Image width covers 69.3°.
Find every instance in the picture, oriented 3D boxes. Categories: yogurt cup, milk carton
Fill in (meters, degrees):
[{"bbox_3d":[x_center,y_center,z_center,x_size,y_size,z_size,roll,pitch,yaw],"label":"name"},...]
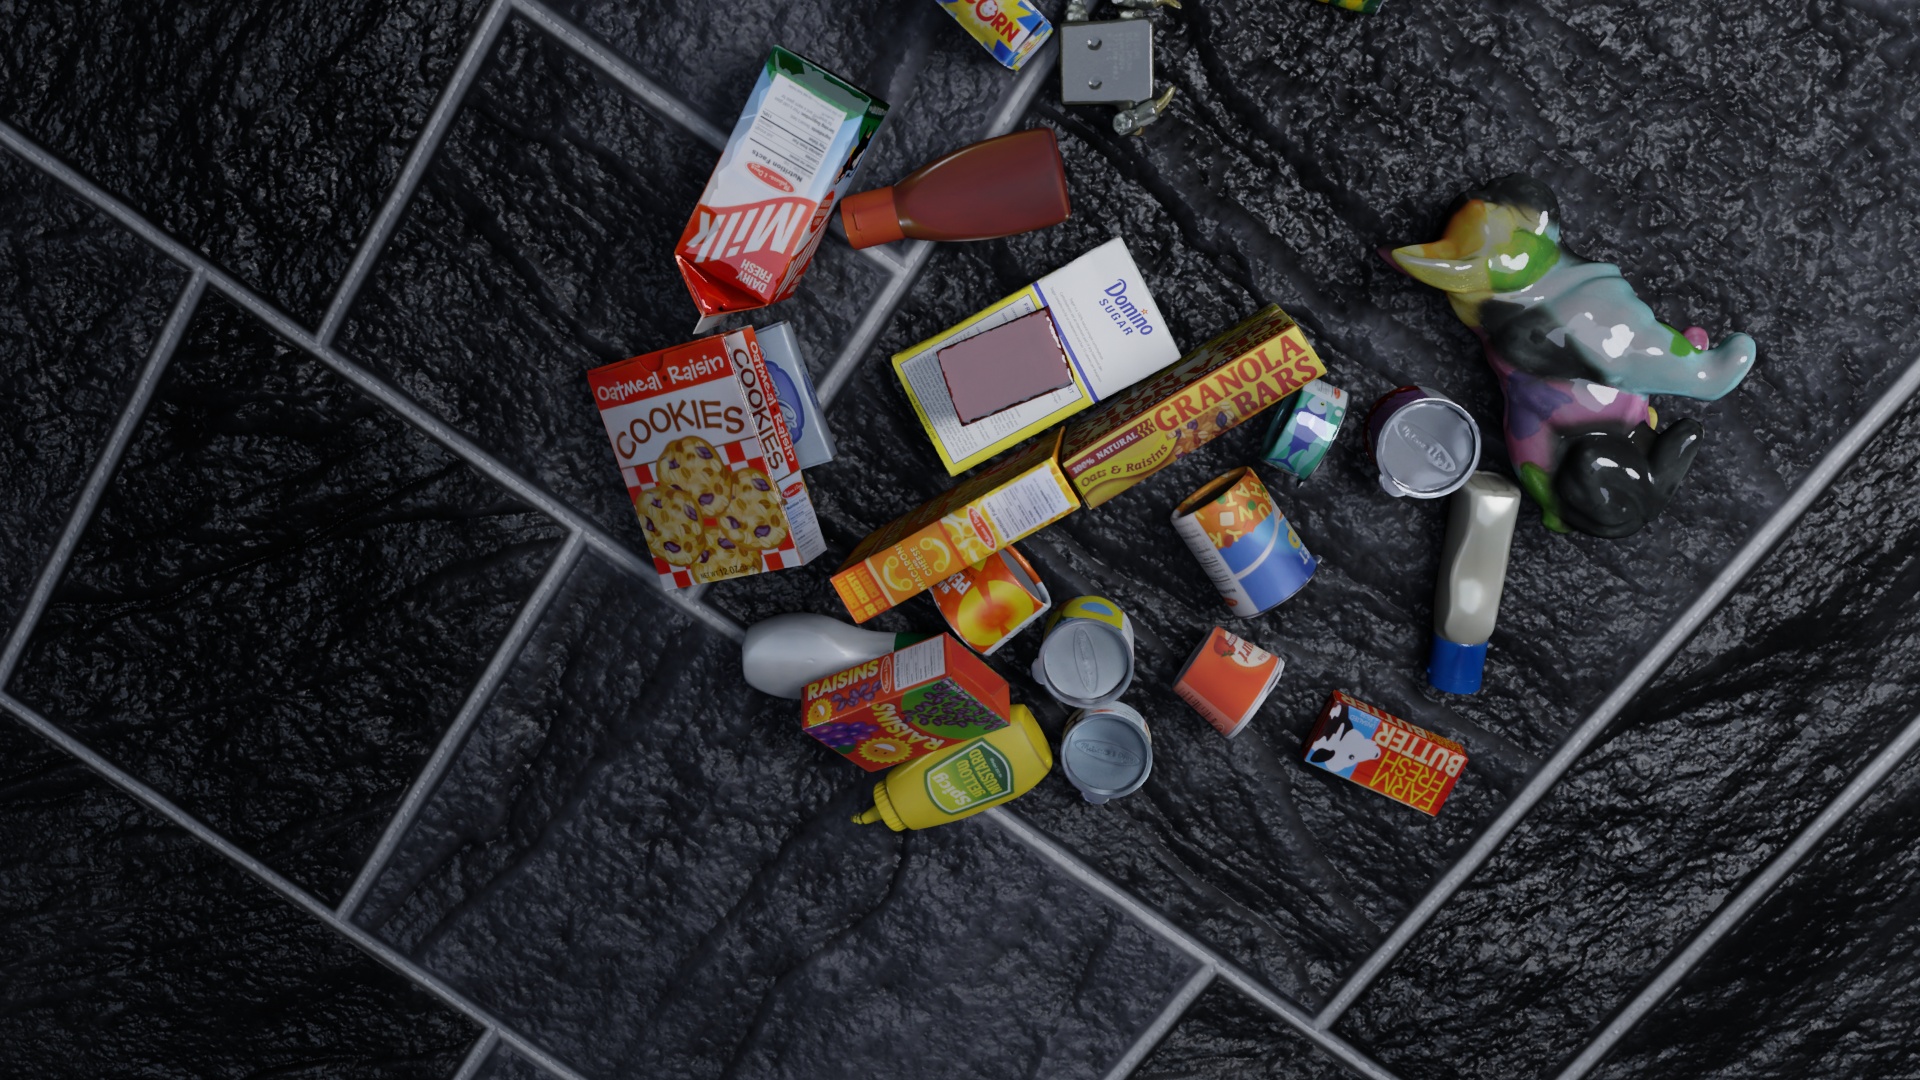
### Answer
[{"bbox_3d":[0.185,0.097,0.974,0.054,0.072,0.072,35,106,6],"label":"yogurt cup"},{"bbox_3d":[-0.127,-0.223,0.926,0.073,0.072,0.190,30,105,-1],"label":"milk carton"}]

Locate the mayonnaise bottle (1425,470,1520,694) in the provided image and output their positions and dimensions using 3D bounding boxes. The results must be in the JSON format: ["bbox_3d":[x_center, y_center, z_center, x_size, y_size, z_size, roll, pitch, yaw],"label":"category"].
[{"bbox_3d":[0.345,0.030,0.939,0.041,0.065,0.147,5,109,8],"label":"mayonnaise bottle"}]

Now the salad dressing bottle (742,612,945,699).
[{"bbox_3d":[-0.082,0.085,1.014,0.148,0.044,0.064,1,110,5],"label":"salad dressing bottle"}]

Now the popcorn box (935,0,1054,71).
[{"bbox_3d":[-0.001,-0.353,0.871,0.126,0.085,0.038,43,107,-5],"label":"popcorn box"}]

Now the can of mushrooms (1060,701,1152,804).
[{"bbox_3d":[0.106,0.154,1.013,0.071,0.033,0.071,1,104,6],"label":"can of mushrooms"}]

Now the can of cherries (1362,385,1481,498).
[{"bbox_3d":[0.302,-0.065,0.921,0.071,0.058,0.071,2,105,6],"label":"can of cherries"}]

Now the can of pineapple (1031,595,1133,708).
[{"bbox_3d":[0.088,0.078,0.983,0.071,0.058,0.070,2,104,7],"label":"can of pineapple"}]

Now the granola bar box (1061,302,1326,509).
[{"bbox_3d":[0.146,-0.090,0.899,0.165,0.124,0.039,-31,100,13],"label":"granola bar box"}]

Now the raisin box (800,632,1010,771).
[{"bbox_3d":[-0.039,0.116,0.982,0.123,0.040,0.086,-22,140,24],"label":"raisin box"}]

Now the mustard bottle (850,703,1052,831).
[{"bbox_3d":[-0.012,0.178,1.025,0.160,0.049,0.065,-29,97,13],"label":"mustard bottle"}]

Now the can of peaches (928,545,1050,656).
[{"bbox_3d":[0.020,0.037,0.976,0.058,0.071,0.071,-39,97,14],"label":"can of peaches"}]

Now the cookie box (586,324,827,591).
[{"bbox_3d":[-0.178,-0.056,0.974,0.123,0.040,0.167,-11,104,27],"label":"cookie box"}]

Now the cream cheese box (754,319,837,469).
[{"bbox_3d":[-0.130,-0.099,0.982,0.053,0.024,0.103,-17,101,10],"label":"cream cheese box"}]

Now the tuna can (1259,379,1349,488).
[{"bbox_3d":[0.227,-0.073,0.924,0.033,0.071,0.071,25,106,1],"label":"tuna can"}]

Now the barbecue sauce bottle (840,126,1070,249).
[{"bbox_3d":[-0.004,-0.228,0.925,0.148,0.044,0.064,-11,102,10],"label":"barbecue sauce bottle"}]

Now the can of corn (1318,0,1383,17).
[{"bbox_3d":[0.236,-0.361,0.847,0.058,0.071,0.071,17,106,3],"label":"can of corn"}]

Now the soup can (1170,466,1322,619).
[{"bbox_3d":[0.195,-0.001,0.947,0.071,0.071,0.083,-34,98,14],"label":"soup can"}]

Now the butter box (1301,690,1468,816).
[{"bbox_3d":[0.303,0.152,0.993,0.103,0.024,0.053,23,106,1],"label":"butter box"}]

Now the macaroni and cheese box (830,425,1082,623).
[{"bbox_3d":[0.003,-0.012,0.936,0.166,0.124,0.040,-29,98,13],"label":"macaroni and cheese box"}]
